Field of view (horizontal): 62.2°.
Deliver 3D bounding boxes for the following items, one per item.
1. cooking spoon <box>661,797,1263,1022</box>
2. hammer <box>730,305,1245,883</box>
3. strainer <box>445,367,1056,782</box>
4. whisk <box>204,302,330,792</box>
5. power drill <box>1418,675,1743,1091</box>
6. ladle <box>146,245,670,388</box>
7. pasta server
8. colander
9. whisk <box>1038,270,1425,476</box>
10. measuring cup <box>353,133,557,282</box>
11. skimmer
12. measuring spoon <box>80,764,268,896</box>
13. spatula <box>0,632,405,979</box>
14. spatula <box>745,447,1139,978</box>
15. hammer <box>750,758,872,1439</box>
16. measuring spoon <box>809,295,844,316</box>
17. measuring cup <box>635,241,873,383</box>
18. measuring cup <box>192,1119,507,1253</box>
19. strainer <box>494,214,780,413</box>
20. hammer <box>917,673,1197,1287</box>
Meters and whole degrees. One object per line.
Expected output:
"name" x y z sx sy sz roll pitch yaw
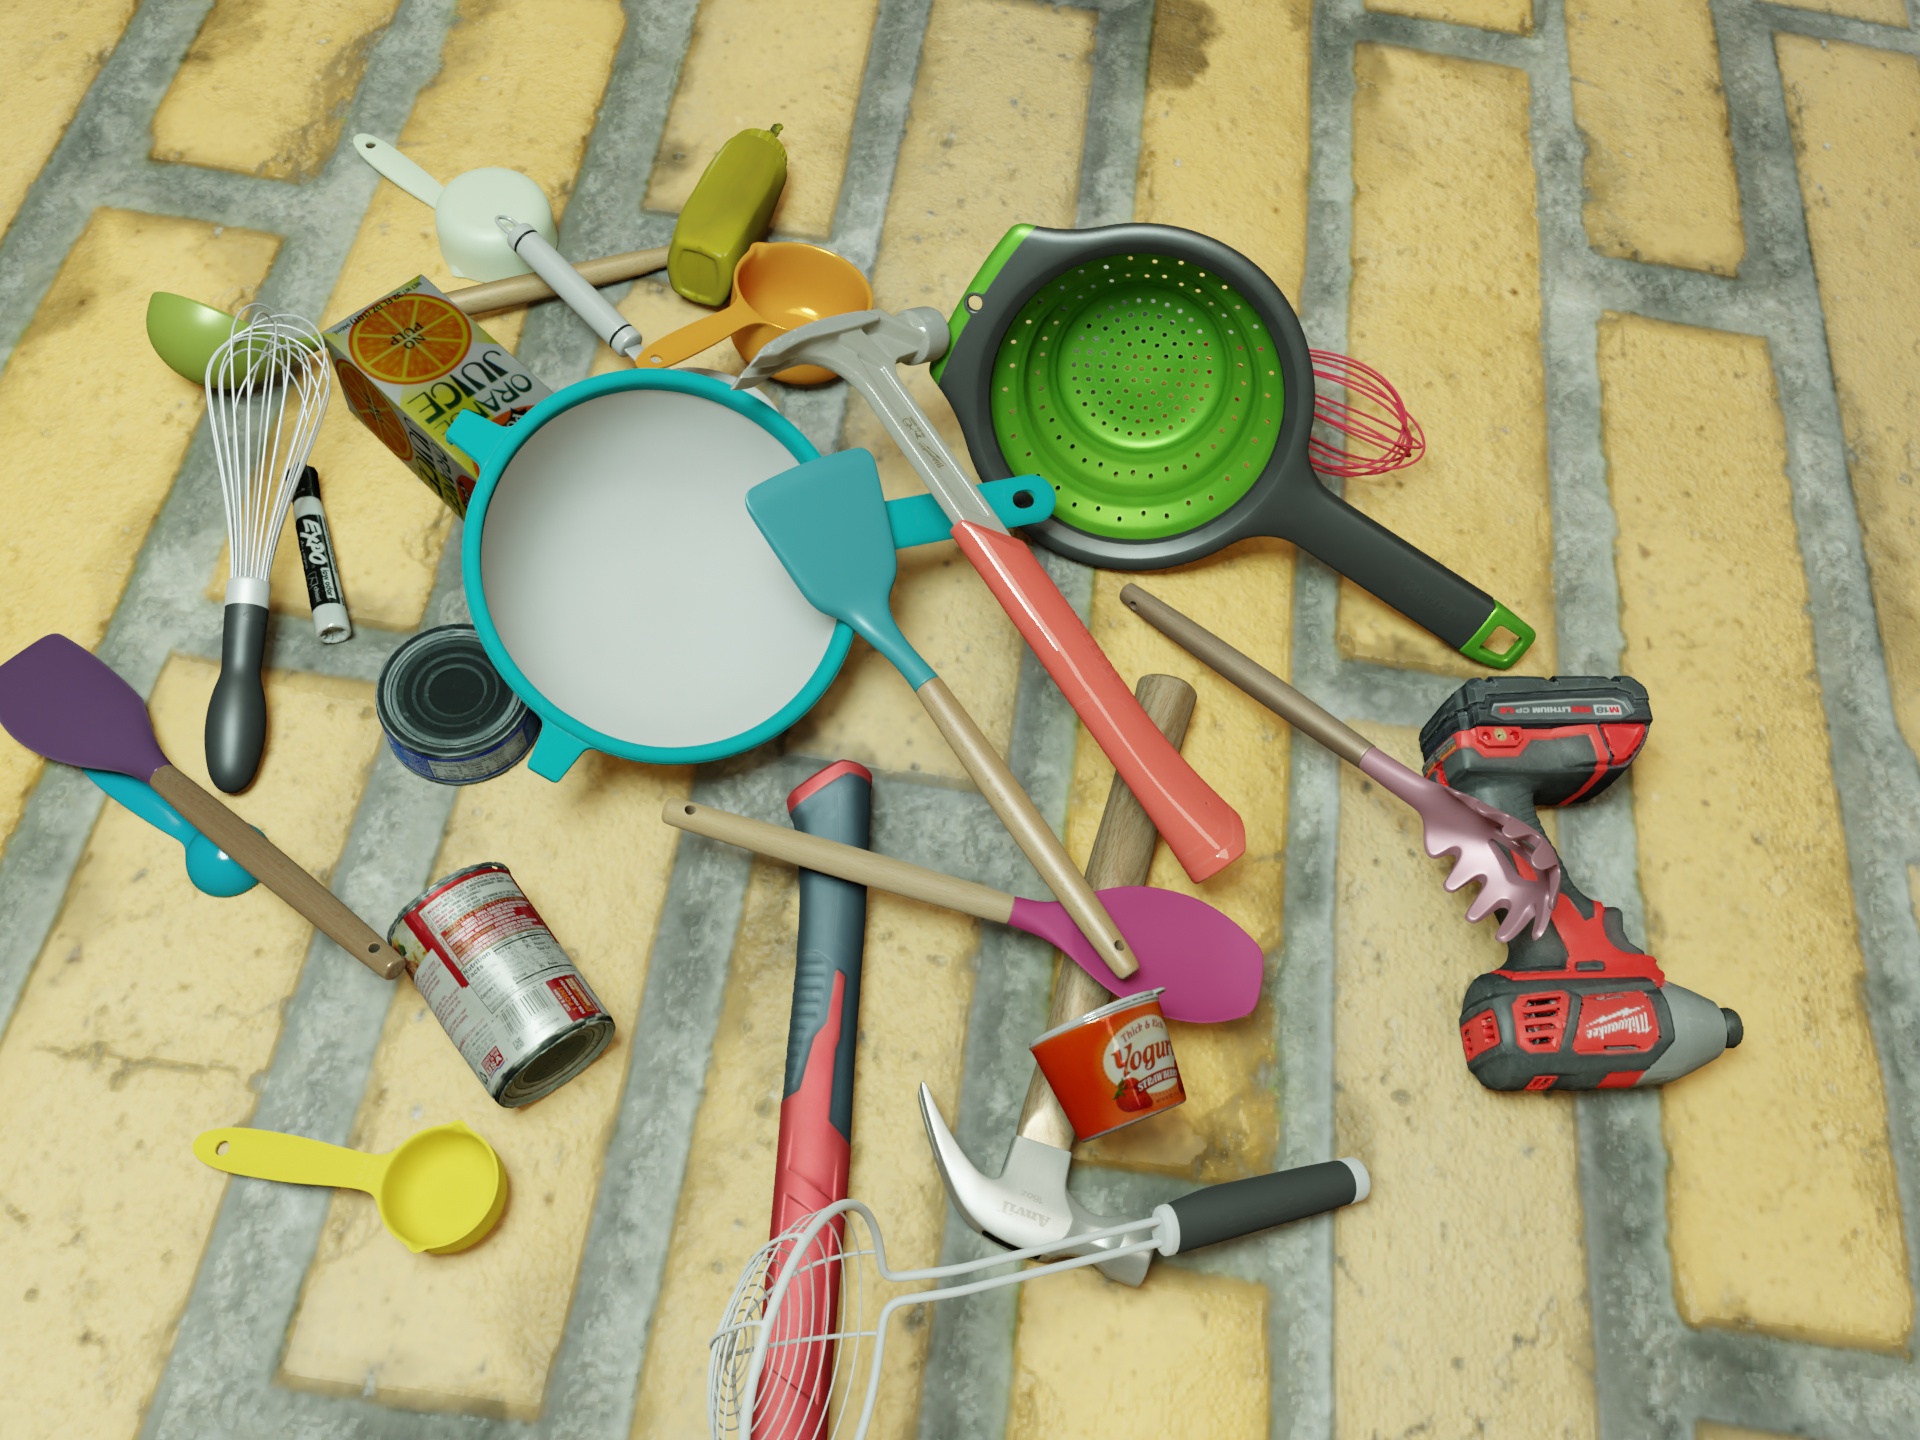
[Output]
"cooking spoon" 0.001 0.090 0.815 0.319 0.017 0.069 16 60 -1
"hammer" 0.030 -0.066 0.847 0.149 0.036 0.359 -29 83 -45
"strainer" -0.111 -0.091 0.897 0.340 0.095 0.211 -14 89 -25
"whisk" -0.391 -0.099 0.876 0.070 0.070 0.285 0 74 -6
"power drill" 0.333 0.090 0.862 0.143 0.078 0.220 0 65 -5
"ladle" -0.333 -0.268 0.991 0.320 0.078 0.062 -20 98 -21
"pasta server" 0.196 0.008 0.868 0.040 0.060 0.316 -24 48 -34
"colander" 0.176 -0.158 0.965 0.397 0.204 0.095 32 27 -7
"whisk" 0.163 -0.233 1.028 0.296 0.073 0.073 30 63 17
"measuring cup" -0.339 -0.351 1.042 0.167 0.038 0.083 36 64 10
"skimmer" 0.057 0.245 0.685 0.363 0.090 0.127 -4 99 -30
"measuring spoon" -0.416 0.045 0.830 0.128 0.021 0.042 33 63 10
"spatula" -0.395 0.043 0.815 0.316 0.018 0.060 31 59 21
"spatula" -0.001 -0.003 0.826 0.082 0.044 0.318 -26 72 -30
"hammer" -0.056 0.199 0.779 0.143 0.038 0.387 6 61 -5
"measuring spoon" -0.086 -0.282 1.048 0.117 0.011 0.021 41 65 15
"measuring cup" -0.131 -0.233 0.980 0.095 0.052 0.173 44 56 17
"measuring cup" -0.290 0.216 0.757 0.156 0.029 0.062 7 61 11
"strainer" -0.199 -0.226 0.976 0.258 0.050 0.087 45 46 10
"hammer" 0.071 0.116 0.842 0.130 0.031 0.331 17 61 3
